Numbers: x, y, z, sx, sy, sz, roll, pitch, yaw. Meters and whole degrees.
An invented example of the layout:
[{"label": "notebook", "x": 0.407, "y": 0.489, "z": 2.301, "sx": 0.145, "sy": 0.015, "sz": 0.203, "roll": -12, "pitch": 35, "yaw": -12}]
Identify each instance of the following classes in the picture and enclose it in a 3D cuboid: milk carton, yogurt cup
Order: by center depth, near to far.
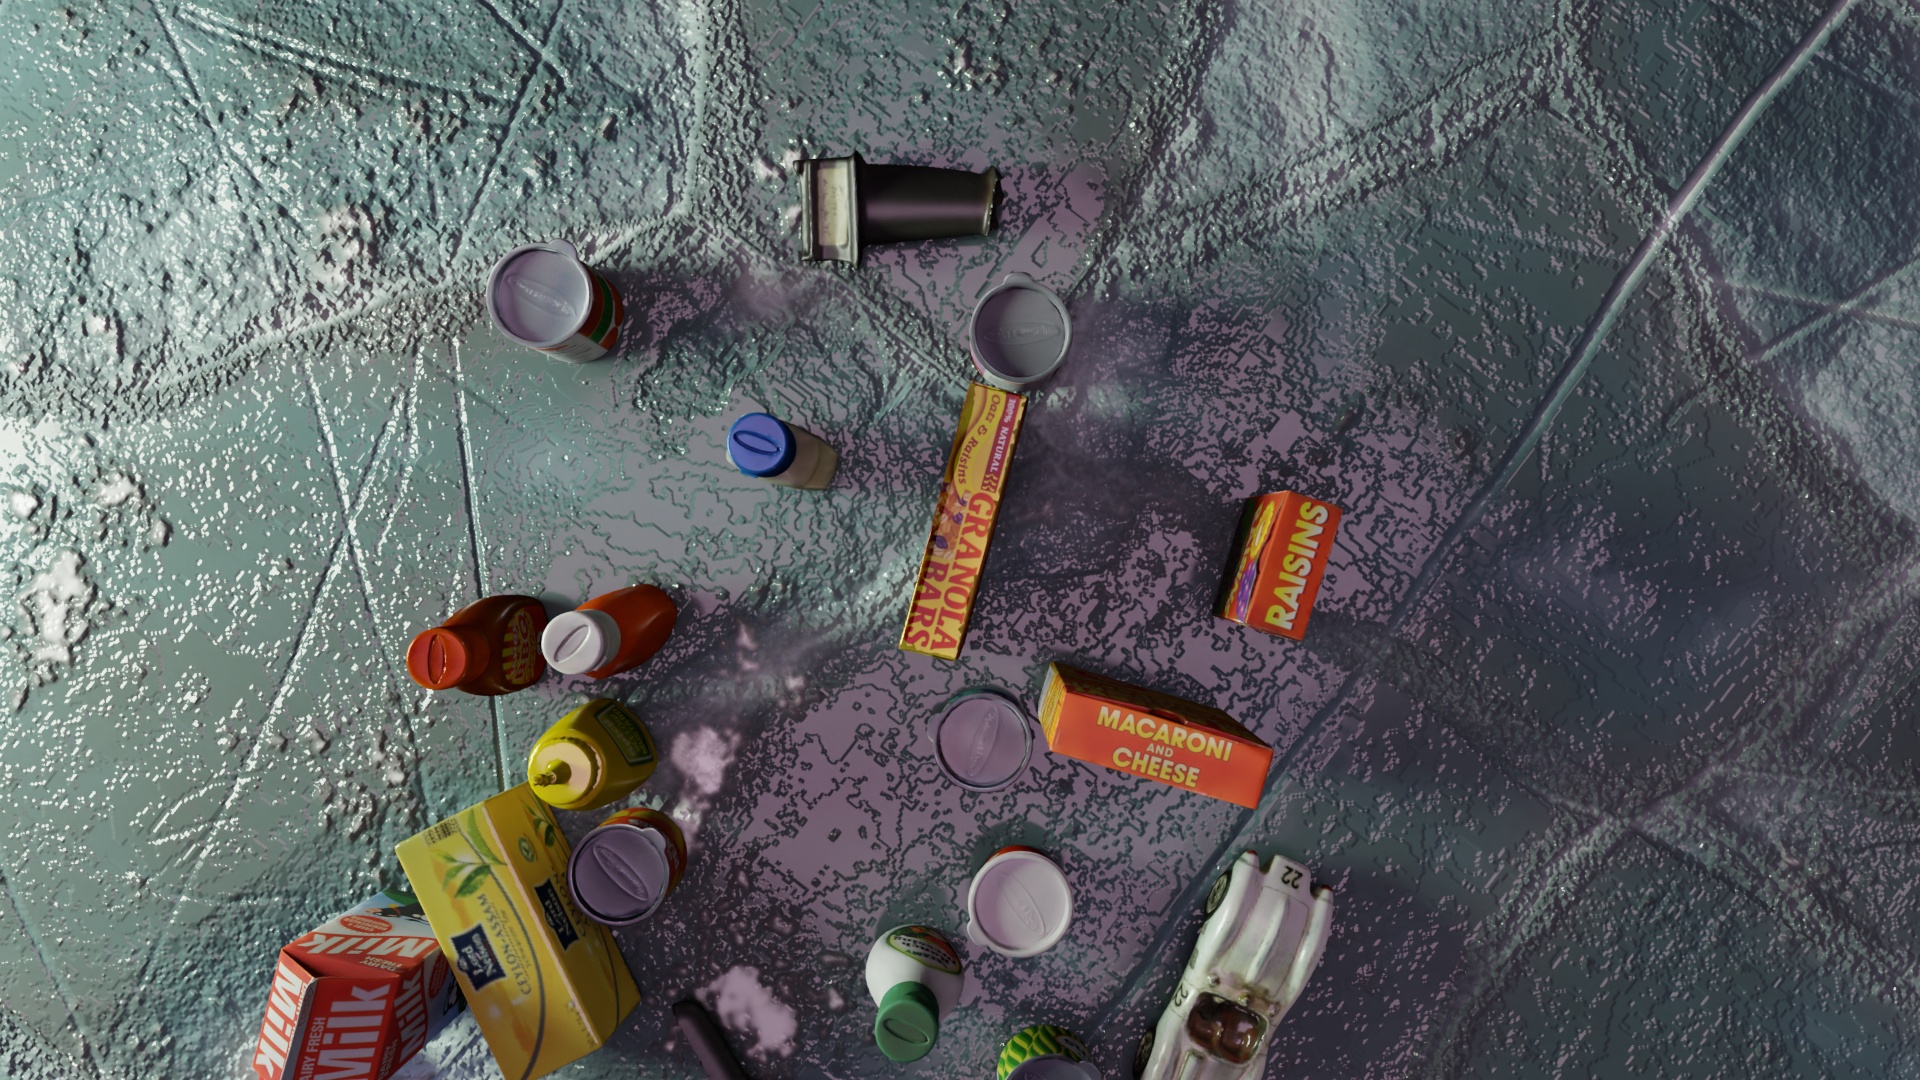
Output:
[{"label": "milk carton", "x": -0.362, "y": 0.275, "z": 0.845, "sx": 0.073, "sy": 0.190, "sz": 0.072, "roll": 13, "pitch": 90, "yaw": 1}, {"label": "yogurt cup", "x": 0.039, "y": 0.233, "z": 0.911, "sx": 0.072, "sy": 0.054, "sz": 0.072, "roll": 0, "pitch": 90, "yaw": 1}]

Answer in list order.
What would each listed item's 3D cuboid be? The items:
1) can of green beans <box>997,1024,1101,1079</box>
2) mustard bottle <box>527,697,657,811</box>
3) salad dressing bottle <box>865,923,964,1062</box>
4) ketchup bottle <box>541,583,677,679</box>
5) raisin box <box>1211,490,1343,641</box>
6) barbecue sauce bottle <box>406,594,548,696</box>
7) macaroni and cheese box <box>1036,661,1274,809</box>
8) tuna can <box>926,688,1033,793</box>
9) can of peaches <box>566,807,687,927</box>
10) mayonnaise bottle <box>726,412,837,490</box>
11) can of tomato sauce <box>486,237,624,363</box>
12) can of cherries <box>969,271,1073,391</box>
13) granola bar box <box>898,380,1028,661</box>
[{"label": "can of green beans", "x": 0.057, "y": 0.358, "z": 0.907, "sx": 0.071, "sy": 0.058, "sz": 0.071, "roll": 0, "pitch": 90, "yaw": 1}, {"label": "mustard bottle", "x": -0.232, "y": 0.137, "z": 0.861, "sx": 0.049, "sy": 0.160, "sz": 0.065, "roll": -37, "pitch": 90, "yaw": 1}, {"label": "salad dressing bottle", "x": -0.030, "y": 0.281, "z": 0.864, "sx": 0.064, "sy": 0.147, "sz": 0.044, "roll": 24, "pitch": 90, "yaw": 1}, {"label": "ketchup bottle", "x": -0.220, "y": 0.059, "z": 0.868, "sx": 0.043, "sy": 0.149, "sz": 0.065, "roll": 42, "pitch": 90, "yaw": 0}, {"label": "raisin box", "x": 0.197, "y": 0.015, "z": 0.878, "sx": 0.040, "sy": 0.123, "sz": 0.086, "roll": 18, "pitch": 90, "yaw": 1}, {"label": "barbecue sauce bottle", "x": -0.300, "y": 0.068, "z": 0.868, "sx": 0.044, "sy": 0.148, "sz": 0.065, "roll": 2, "pitch": 90, "yaw": 1}, {"label": "macaroni and cheese box", "x": 0.113, "y": 0.115, "z": 0.856, "sx": 0.124, "sy": 0.166, "sz": 0.040, "roll": 16, "pitch": 90, "yaw": 1}, {"label": "tuna can", "x": 0.012, "y": 0.131, "z": 0.923, "sx": 0.071, "sy": 0.033, "sz": 0.071, "roll": 0, "pitch": 89, "yaw": 0}, {"label": "can of peaches", "x": -0.215, "y": 0.211, "z": 0.911, "sx": 0.071, "sy": 0.058, "sz": 0.071, "roll": 0, "pitch": 90, "yaw": 1}, {"label": "mayonnaise bottle", "x": -0.115, "y": -0.056, "z": 0.868, "sx": 0.065, "sy": 0.148, "sz": 0.041, "roll": 19, "pitch": 90, "yaw": 1}, {"label": "can of tomato sauce", "x": -0.261, "y": -0.155, "z": 0.903, "sx": 0.071, "sy": 0.083, "sz": 0.071, "roll": 0, "pitch": 90, "yaw": 1}, {"label": "can of cherries", "x": 0.039, "y": -0.136, "z": 0.913, "sx": 0.071, "sy": 0.058, "sz": 0.071, "roll": 0, "pitch": 90, "yaw": 1}, {"label": "granola bar box", "x": 0.003, "y": -0.011, "z": 0.879, "sx": 0.039, "sy": 0.124, "sz": 0.165, "roll": 15, "pitch": 90, "yaw": 1}]
